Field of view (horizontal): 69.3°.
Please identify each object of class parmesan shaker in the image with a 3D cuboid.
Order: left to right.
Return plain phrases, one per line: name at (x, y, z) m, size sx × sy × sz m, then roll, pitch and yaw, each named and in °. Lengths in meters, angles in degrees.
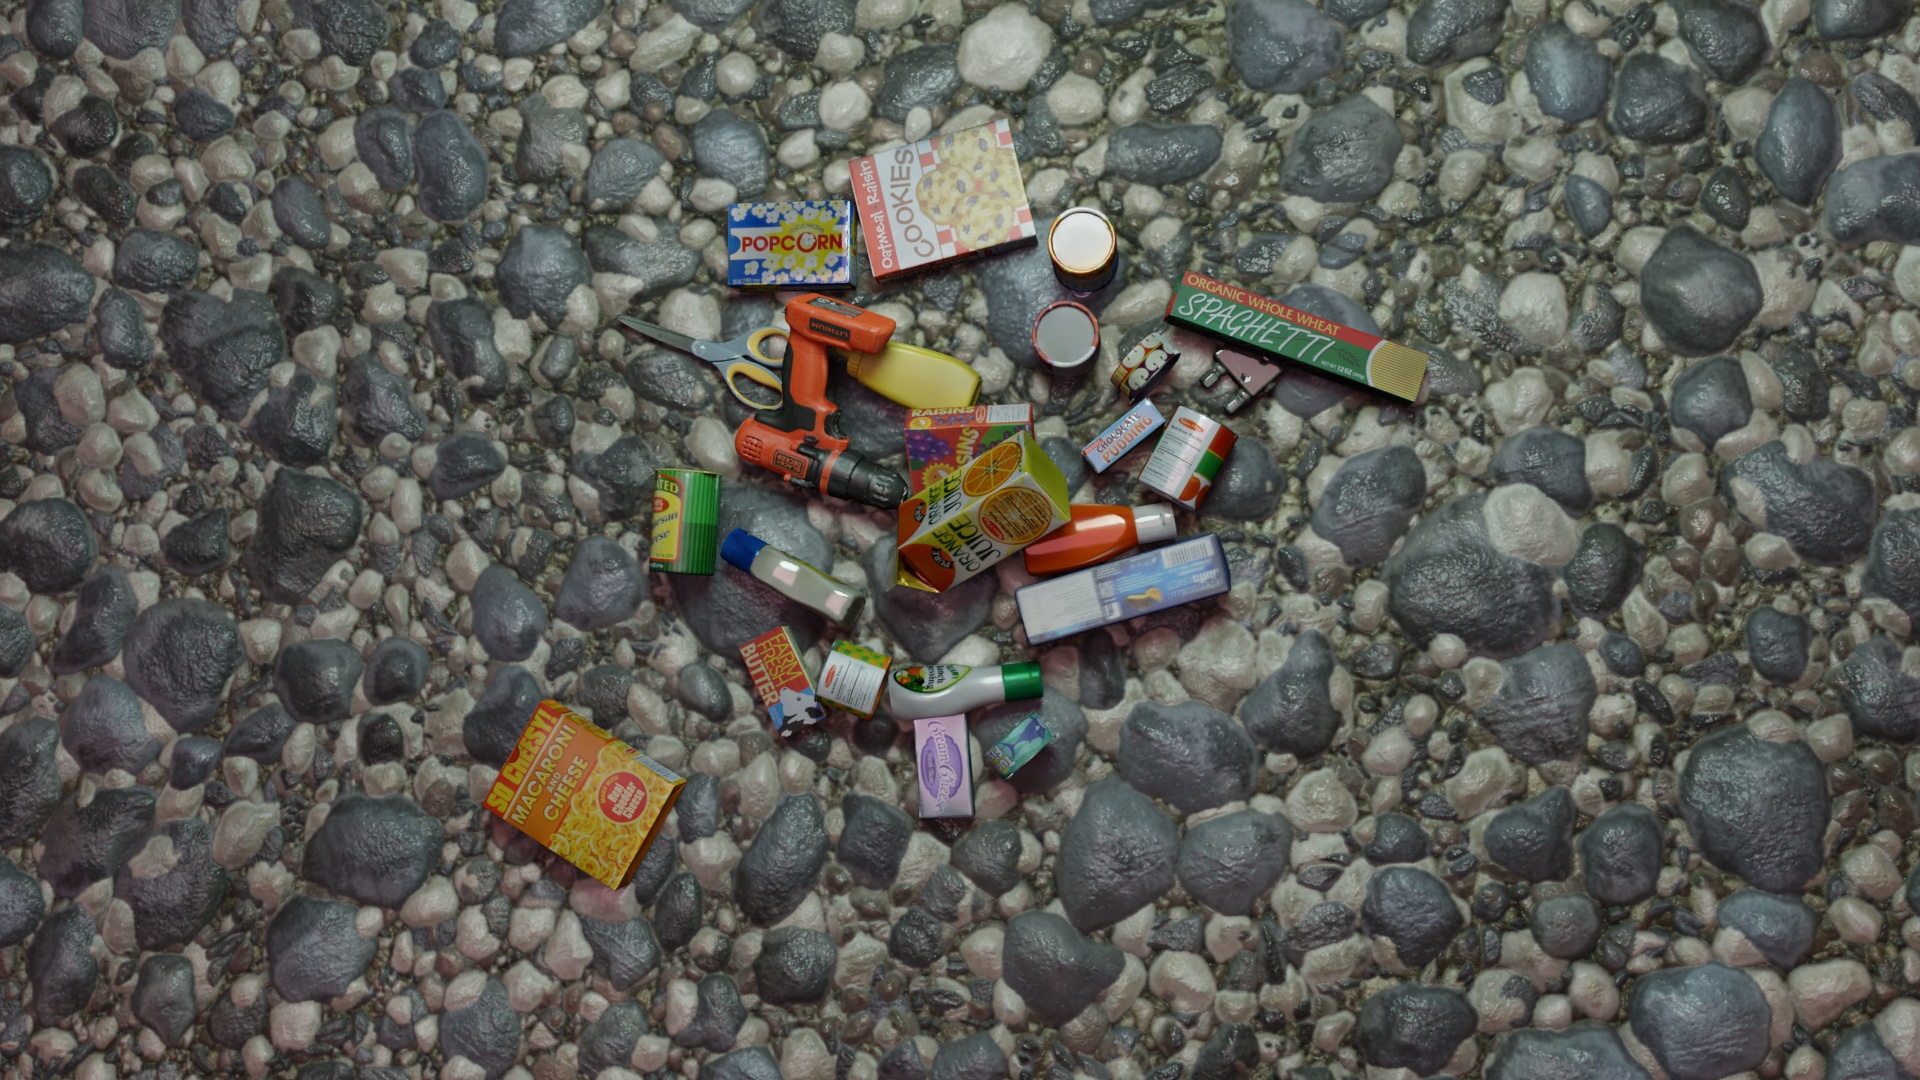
parmesan shaker at (-0.274, -0.018, 1.389) m, size 0.071 × 0.071 × 0.103 m, roll 3°, pitch 87°, yaw 8°

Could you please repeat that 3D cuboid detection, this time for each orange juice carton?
orange juice carton at (0.005, -0.017, 1.324) m, size 0.192 × 0.072 × 0.073 m, roll -30°, pitch 122°, yaw 21°

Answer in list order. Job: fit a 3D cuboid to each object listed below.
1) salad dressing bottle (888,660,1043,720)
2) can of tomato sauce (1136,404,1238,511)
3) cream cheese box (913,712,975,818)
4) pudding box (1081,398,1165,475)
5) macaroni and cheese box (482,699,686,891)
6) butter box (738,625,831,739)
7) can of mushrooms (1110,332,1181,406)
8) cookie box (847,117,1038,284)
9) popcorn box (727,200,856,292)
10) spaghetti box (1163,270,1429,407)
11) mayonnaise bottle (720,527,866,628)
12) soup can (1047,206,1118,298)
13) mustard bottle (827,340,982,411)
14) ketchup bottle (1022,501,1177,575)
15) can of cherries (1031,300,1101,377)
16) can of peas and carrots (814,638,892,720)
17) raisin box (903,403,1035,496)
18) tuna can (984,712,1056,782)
salad dressing bottle at (0.005, 0.143, 1.350) m, size 0.148 × 0.064 × 0.043 m, roll -7°, pitch 113°, yaw -1°
can of tomato sauce at (0.218, -0.078, 1.329) m, size 0.071 × 0.071 × 0.083 m, roll 29°, pitch 92°, yaw 8°
cream cheese box at (-0.016, 0.220, 1.364) m, size 0.053 × 0.024 × 0.104 m, roll -5°, pitch 86°, yaw 7°
pudding box at (0.158, -0.100, 1.345) m, size 0.083 × 0.049 × 0.030 m, roll -38°, pitch 84°, yaw 4°
macaroni and cheese box at (-0.381, 0.255, 1.404) m, size 0.166 × 0.040 × 0.123 m, roll 30°, pitch 90°, yaw 8°
butter box at (-0.176, 0.141, 1.391) m, size 0.053 × 0.024 × 0.103 m, roll -27°, pitch 84°, yaw 5°
can of mushrooms at (0.176, -0.165, 1.337) m, size 0.033 × 0.071 × 0.071 m, roll 45°, pitch 94°, yaw 8°
cookie box at (-0.018, -0.337, 1.388) m, size 0.167 × 0.040 × 0.123 m, roll -14°, pitch 85°, yaw 6°
popcorn box at (-0.169, -0.297, 1.407) m, size 0.127 × 0.038 × 0.085 m, roll 0°, pitch 88°, yaw 8°
spaghetti box at (0.318, -0.192, 1.321) m, size 0.250 × 0.028 × 0.050 m, roll 20°, pitch 82°, yaw 1°
mayonnaise bottle at (-0.168, 0.036, 1.378) m, size 0.148 × 0.064 × 0.041 m, roll 28°, pitch 88°, yaw 12°
soup can at (0.119, -0.277, 1.343) m, size 0.071 × 0.084 × 0.071 m, roll 0°, pitch 88°, yaw 8°
mustard bottle at (-0.060, -0.167, 1.379) m, size 0.160 × 0.049 × 0.065 m, roll 23°, pitch 95°, yaw 9°
ketchup bottle at (0.133, -0.008, 1.346) m, size 0.149 × 0.043 × 0.065 m, roll -10°, pitch 82°, yaw 7°
can of cherries at (0.102, -0.198, 1.354) m, size 0.071 × 0.058 × 0.071 m, roll 0°, pitch 88°, yaw 8°
can of peas and carrots at (-0.104, 0.136, 1.360) m, size 0.059 × 0.071 × 0.071 m, roll 20°, pitch 90°, yaw 3°
raisin box at (0.011, -0.087, 1.349) m, size 0.123 × 0.040 × 0.085 m, roll -2°, pitch 127°, yaw 7°
tuna can at (0.056, 0.199, 1.333) m, size 0.071 × 0.071 × 0.033 m, roll -42°, pitch 81°, yaw 4°
